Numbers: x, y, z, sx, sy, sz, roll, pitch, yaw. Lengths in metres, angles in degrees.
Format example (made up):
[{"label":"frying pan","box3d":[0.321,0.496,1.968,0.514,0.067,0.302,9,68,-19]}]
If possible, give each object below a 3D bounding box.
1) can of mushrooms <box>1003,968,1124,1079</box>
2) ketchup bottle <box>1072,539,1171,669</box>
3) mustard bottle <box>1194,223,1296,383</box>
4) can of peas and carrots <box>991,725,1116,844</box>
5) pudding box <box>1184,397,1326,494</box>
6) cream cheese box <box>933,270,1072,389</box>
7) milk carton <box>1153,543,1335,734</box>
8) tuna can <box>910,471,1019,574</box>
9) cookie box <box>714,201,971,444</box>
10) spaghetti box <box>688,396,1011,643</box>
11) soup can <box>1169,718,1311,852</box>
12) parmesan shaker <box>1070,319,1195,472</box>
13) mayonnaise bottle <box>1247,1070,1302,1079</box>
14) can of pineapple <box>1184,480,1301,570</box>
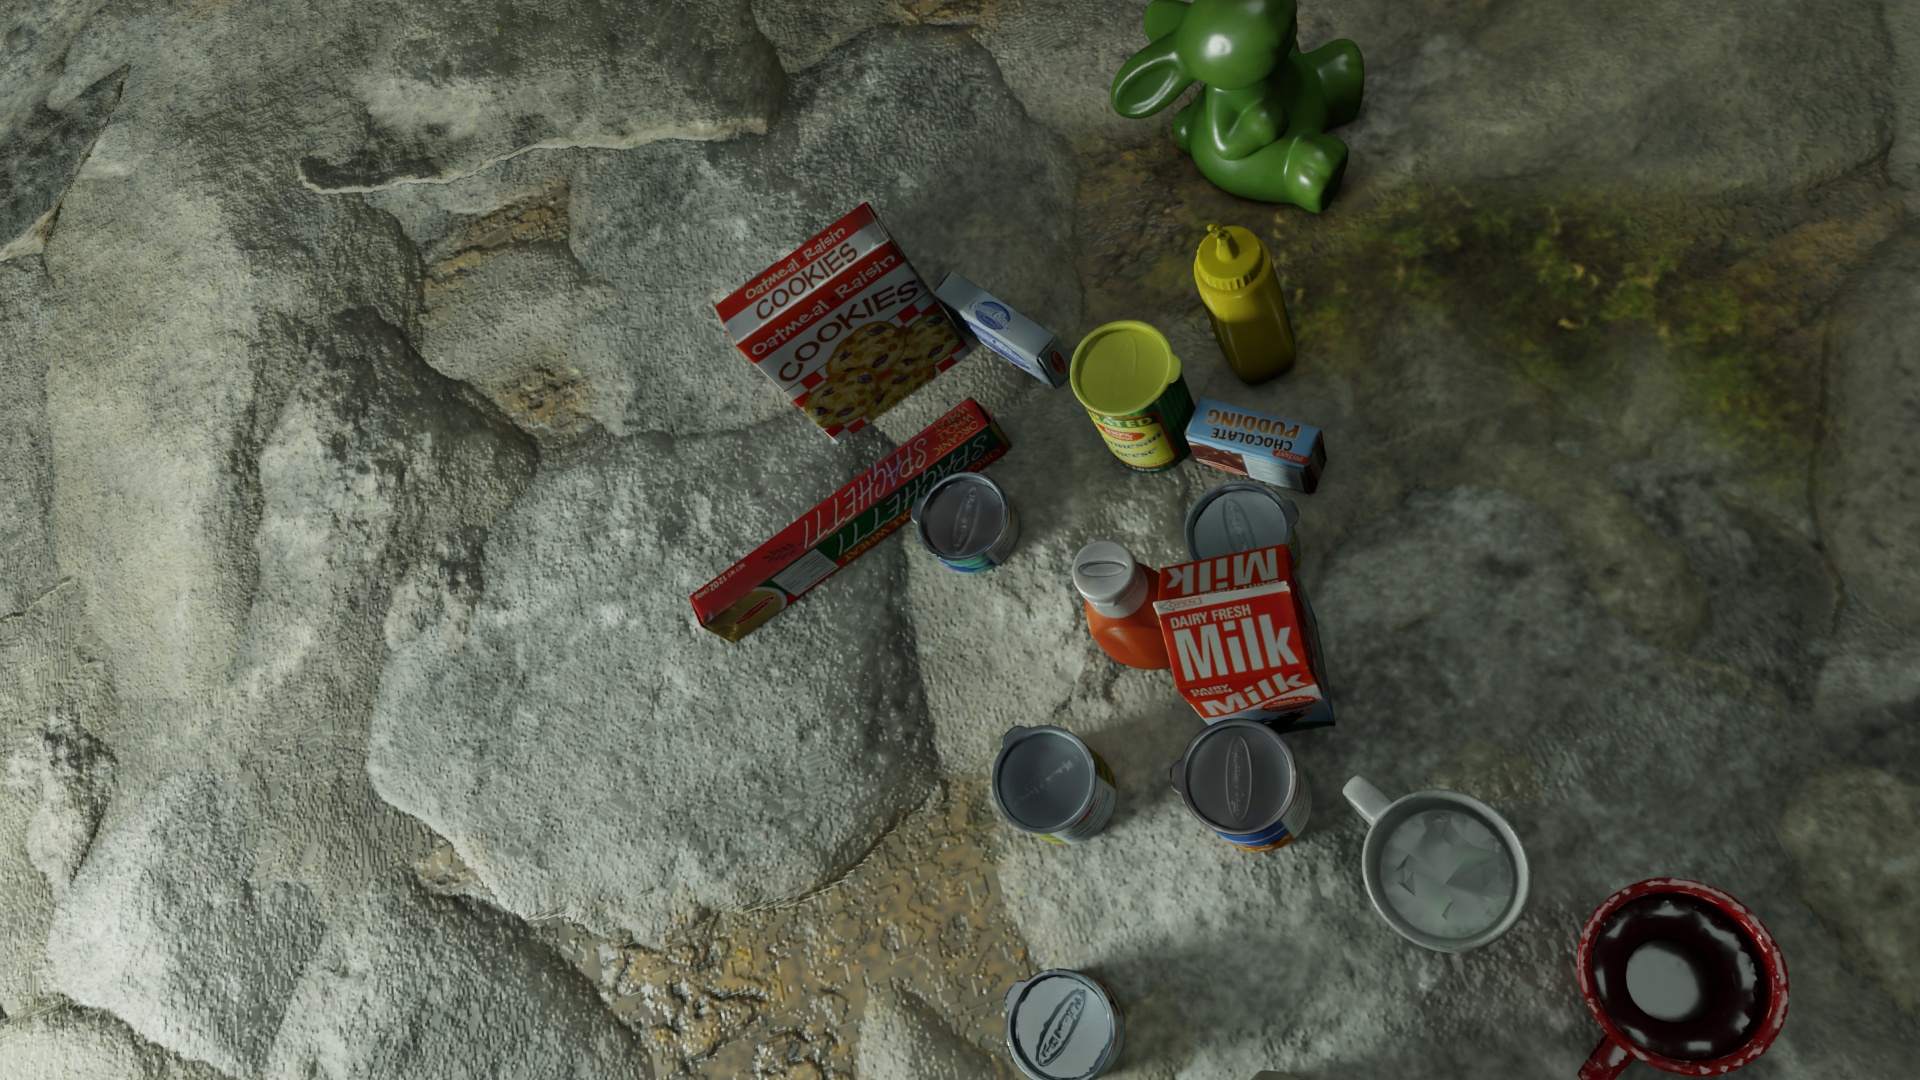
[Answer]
[{"label":"can of mushrooms","box3d":[0.061,0.289,0.828,0.071,0.033,0.071,-7,69,17]},{"label":"ketchup bottle","box3d":[0.104,0.040,0.841,0.065,0.148,0.043,-3,70,19]},{"label":"mustard bottle","box3d":[0.178,-0.157,0.882,0.049,0.160,0.065,-23,65,11]},{"label":"can of peas and carrots","box3d":[0.058,0.152,0.866,0.071,0.058,0.071,-7,69,18]},{"label":"pudding box","box3d":[0.192,-0.061,0.903,0.084,0.049,0.030,18,78,25]},{"label":"cream cheese box","box3d":[0.031,-0.150,0.992,0.104,0.053,0.024,37,86,27]},{"label":"milk carton","box3d":[0.163,0.057,0.790,0.072,0.190,0.073,-12,67,16]},{"label":"tuna can","box3d":[0.003,-0.012,0.962,0.071,0.032,0.071,-7,68,17]},{"label":"cookie box","box3d":[-0.077,-0.146,0.966,0.123,0.167,0.040,-34,63,6]},{"label":"spaghetti box","box3d":[-0.077,-0.013,0.981,0.250,0.050,0.029,-35,63,4]},{"label":"soup can","box3d":[0.166,0.145,0.816,0.071,0.083,0.071,-7,69,18]},{"label":"parmesan shaker","box3d":[0.119,-0.092,0.911,0.071,0.103,0.071,-7,69,18]},{"label":"mayonnaise bottle","box3d":[0.156,0.311,0.721,0.041,0.148,0.065,4,73,21]},{"label":"can of pineapple","box3d":[0.181,0.002,0.878,0.071,0.057,0.071,-7,69,18]}]
